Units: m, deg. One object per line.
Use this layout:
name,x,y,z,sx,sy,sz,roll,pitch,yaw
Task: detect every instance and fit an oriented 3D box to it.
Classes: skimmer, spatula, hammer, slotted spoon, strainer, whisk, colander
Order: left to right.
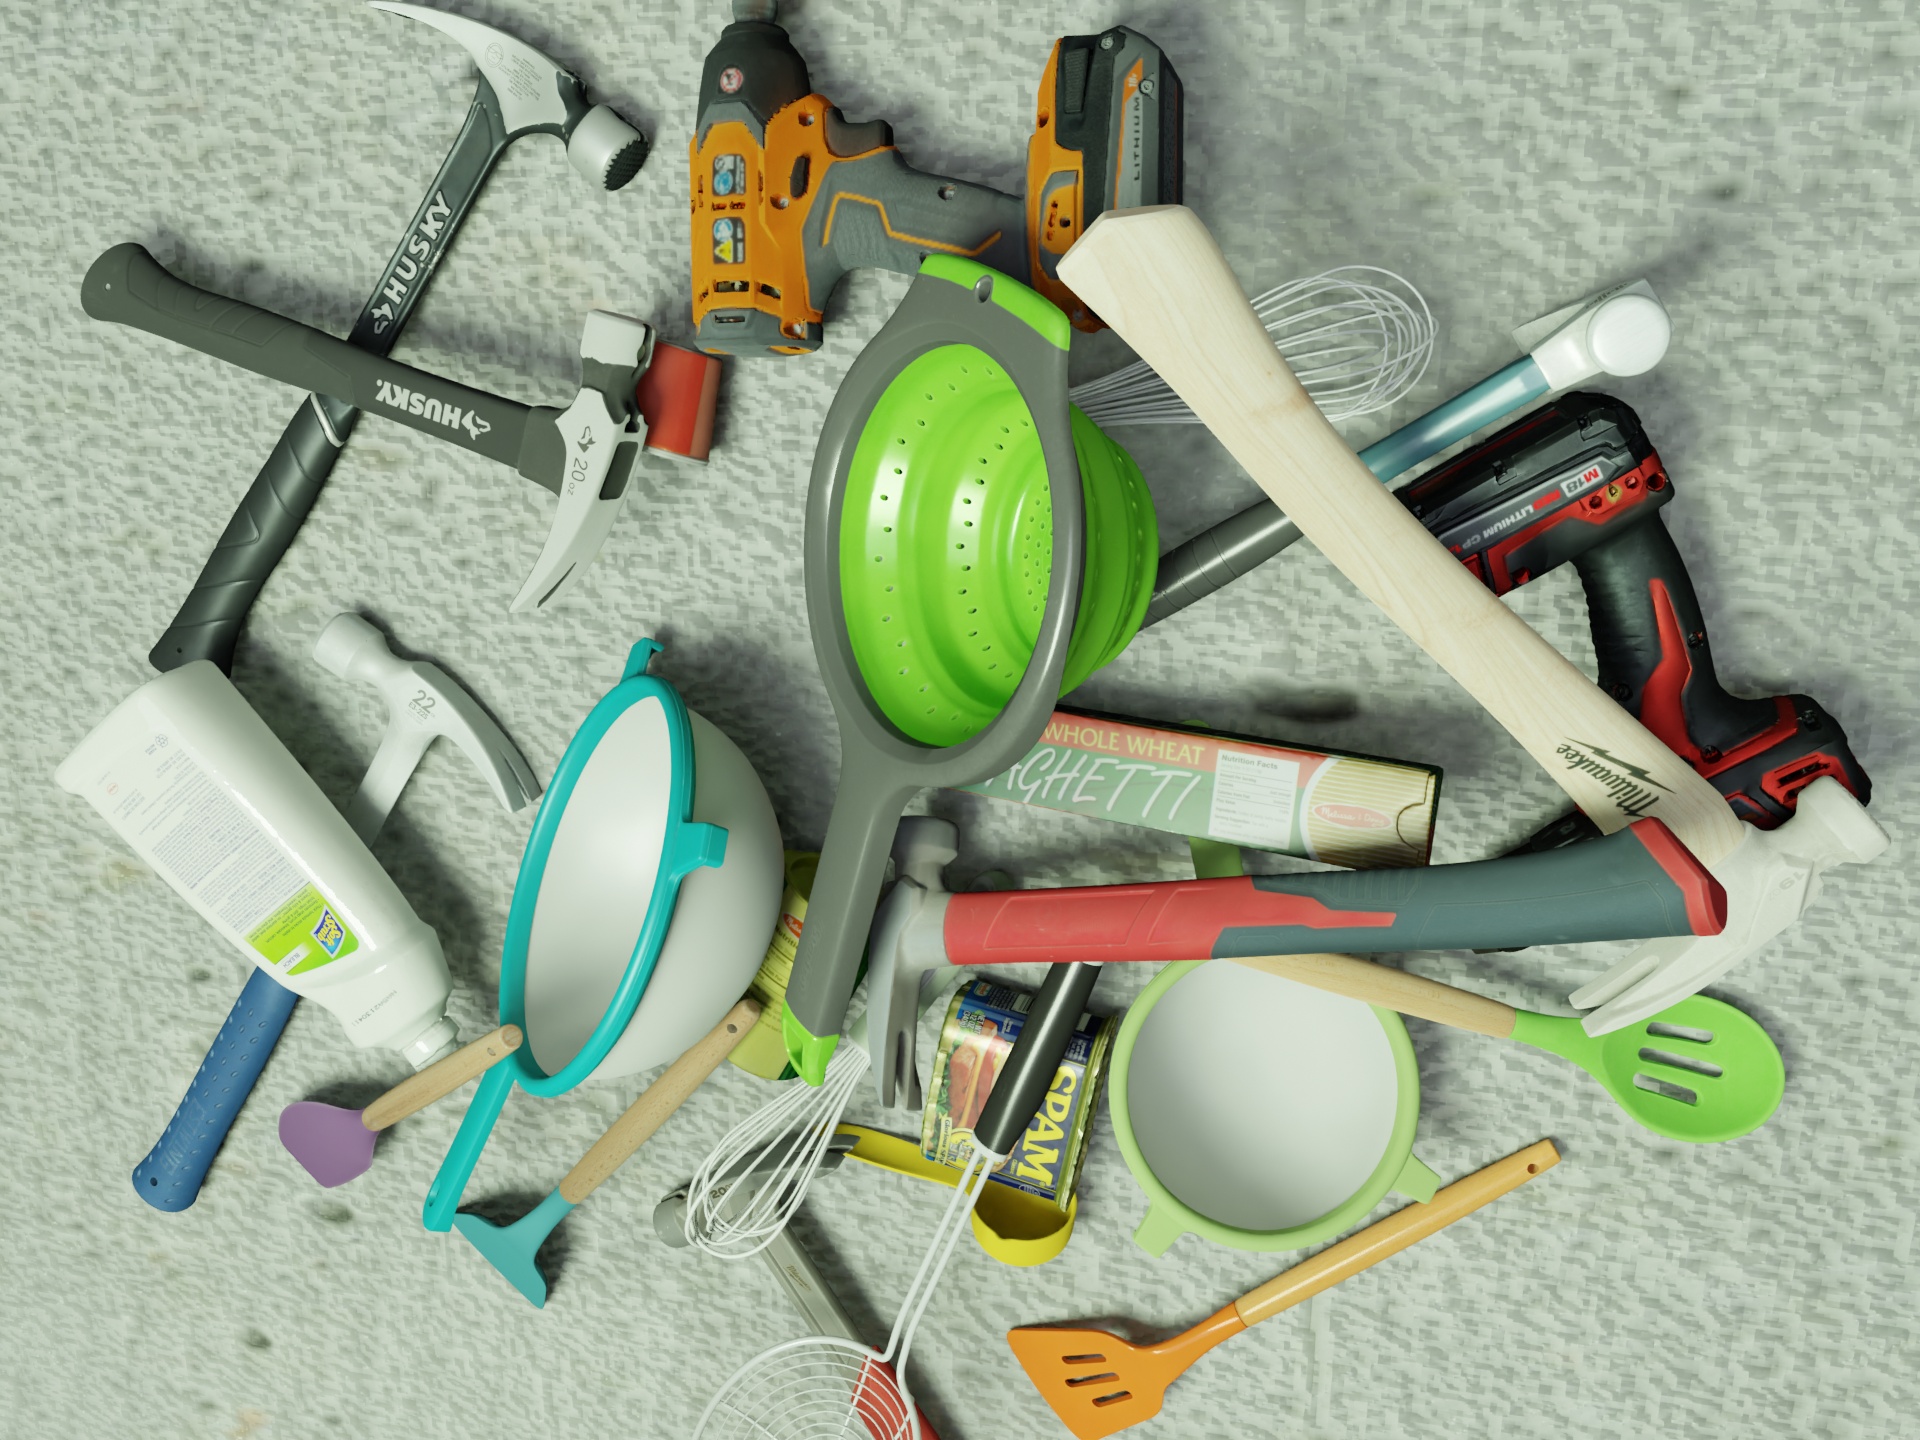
hammer,-0.386,0.139,0.929,0.144,0.035,0.405,35,109,3
hammer,-0.327,-0.179,0.835,0.149,0.036,0.409,40,109,2
hammer,-0.305,-0.167,0.785,0.335,0.035,0.146,21,106,18
spatula,-0.315,0.212,0.878,0.059,0.018,0.316,51,134,-8
spatula,-0.198,0.240,0.879,0.082,0.044,0.317,45,118,1
strainer,-0.178,0.142,0.822,0.095,0.211,0.340,17,113,-29
whisk,-0.055,0.175,0.818,0.058,0.059,0.246,37,85,35
skimmer,-0.028,0.262,0.784,0.127,0.090,0.363,35,107,41
hammer,-0.028,0.397,0.901,0.149,0.037,0.359,-27,99,32
colander,-0.001,-0.002,0.728,0.205,0.094,0.397,42,125,46
whisk,0.076,-0.150,0.740,0.284,0.070,0.070,-9,102,21
strainer,0.134,0.128,0.794,0.151,0.069,0.256,-10,83,-4
hammer,0.119,0.100,0.685,0.386,0.038,0.143,-8,71,35
spatula,0.170,0.300,0.848,0.322,0.041,0.081,-34,95,15
hammer,0.152,-0.095,0.711,0.331,0.128,0.033,-30,95,27
hammer,0.187,-0.039,0.639,0.410,0.038,0.146,42,109,-13
slotted spoon,0.236,0.134,0.754,0.313,0.031,0.070,16,91,-4

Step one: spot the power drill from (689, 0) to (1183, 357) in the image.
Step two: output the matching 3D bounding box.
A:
power drill,-0.017,-0.251,0.718,0.226,0.084,0.164,2,98,17

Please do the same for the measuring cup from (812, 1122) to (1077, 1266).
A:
measuring cup,-0.011,0.255,0.870,0.156,0.062,0.029,13,123,21

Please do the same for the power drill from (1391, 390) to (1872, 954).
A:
power drill,0.271,-0.011,0.717,0.188,0.080,0.226,-30,99,19
